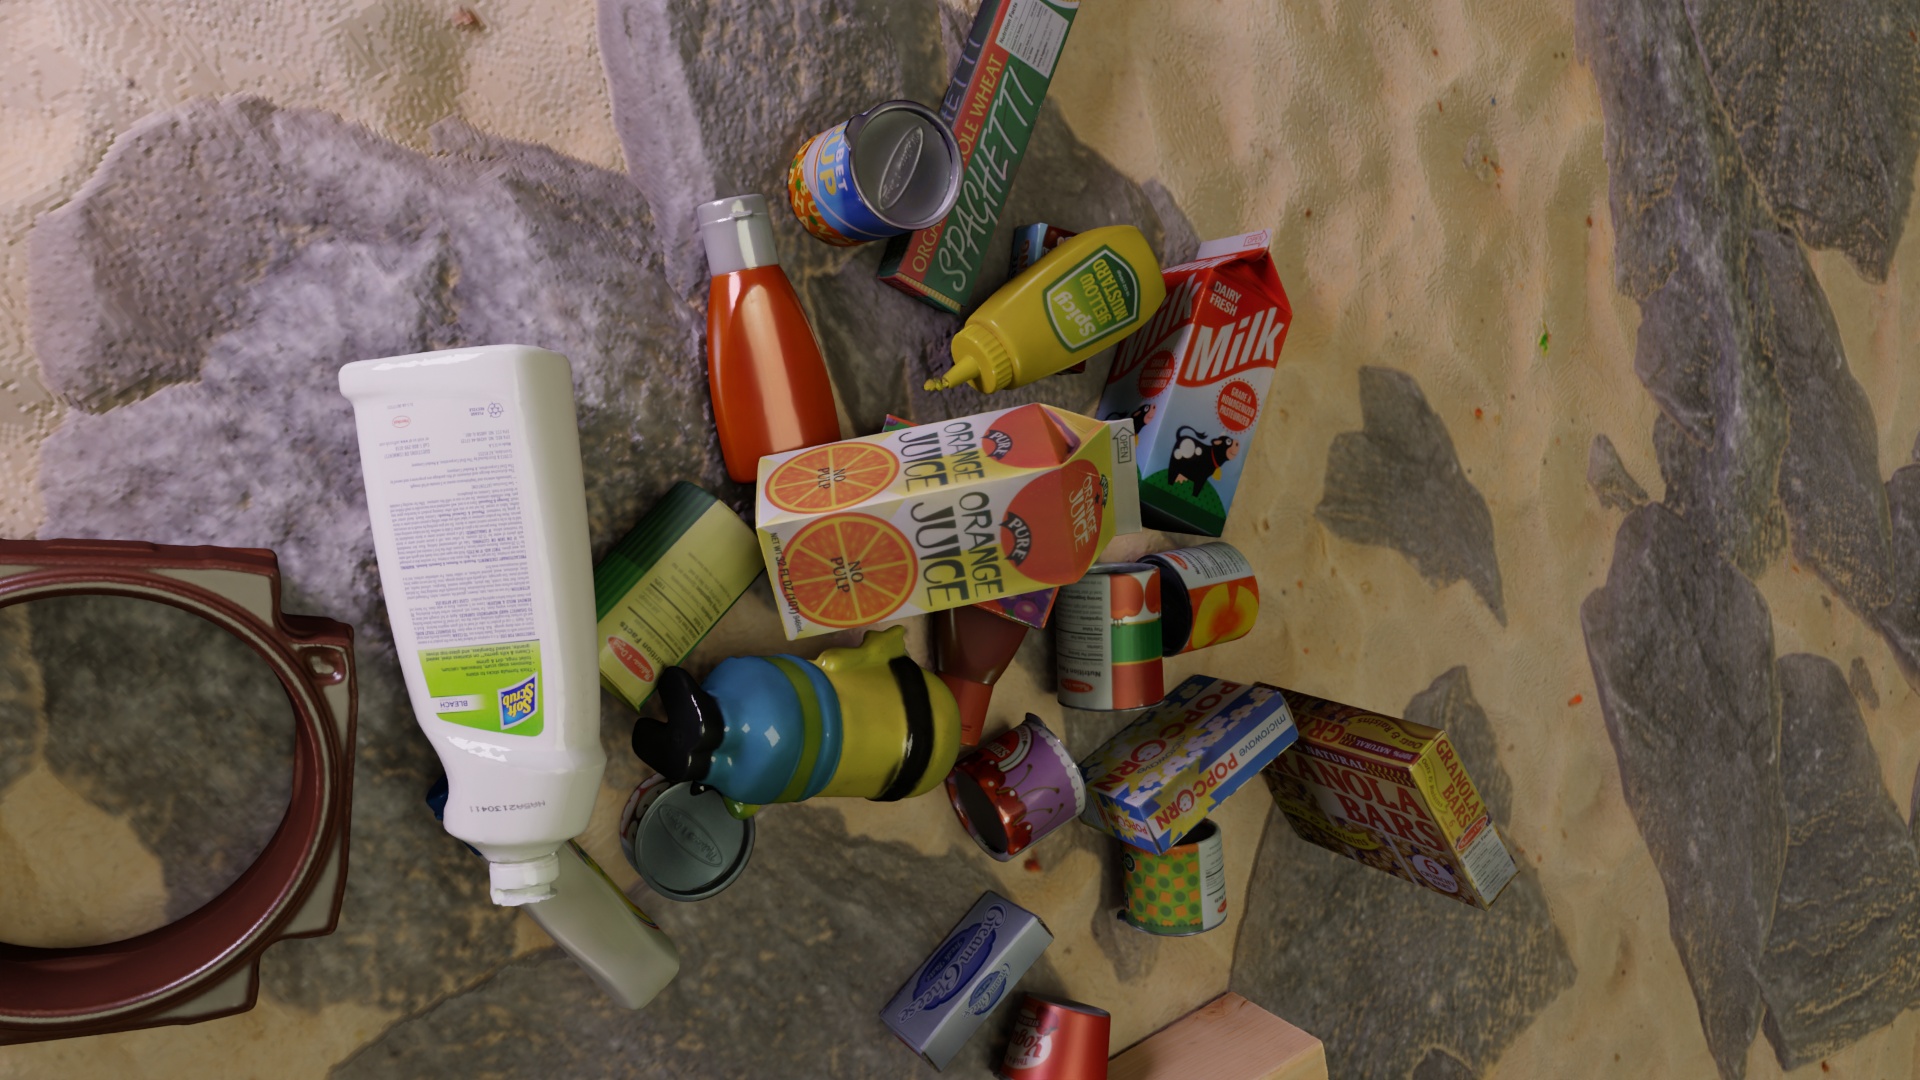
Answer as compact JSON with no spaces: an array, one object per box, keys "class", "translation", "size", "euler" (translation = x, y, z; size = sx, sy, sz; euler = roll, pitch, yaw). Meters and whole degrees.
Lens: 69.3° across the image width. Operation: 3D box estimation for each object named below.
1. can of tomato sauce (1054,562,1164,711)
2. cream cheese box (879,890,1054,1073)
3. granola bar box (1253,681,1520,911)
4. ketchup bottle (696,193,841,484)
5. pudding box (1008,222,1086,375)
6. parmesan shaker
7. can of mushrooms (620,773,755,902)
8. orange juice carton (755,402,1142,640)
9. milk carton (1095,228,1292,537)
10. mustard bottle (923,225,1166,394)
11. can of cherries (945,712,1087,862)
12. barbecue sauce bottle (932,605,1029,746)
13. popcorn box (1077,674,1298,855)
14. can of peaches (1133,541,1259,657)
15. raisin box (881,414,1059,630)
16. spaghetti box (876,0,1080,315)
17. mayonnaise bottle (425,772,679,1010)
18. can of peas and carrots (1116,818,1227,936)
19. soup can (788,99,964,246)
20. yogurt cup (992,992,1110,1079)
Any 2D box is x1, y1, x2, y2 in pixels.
[{"class":"can of tomato sauce","translation":[0.093,0.058,0.858],"size":[0.071,0.071,0.083],"euler":[-5,96,-30]},{"class":"cream cheese box","translation":[0.003,0.260,0.827],"size":[0.104,0.053,0.024],"euler":[-45,116,-20]},{"class":"granola bar box","translation":[0.264,0.163,0.907],"size":[0.039,0.165,0.124],"euler":[-41,113,-20]},{"class":"ketchup bottle","translation":[-0.107,-0.107,0.742],"size":[0.065,0.043,0.148],"euler":[-15,101,-21]},{"class":"pudding box","translation":[0.054,-0.146,0.840],"size":[0.050,0.030,0.083],"euler":[9,89,-29]},{"class":"parmesan shaker","translation":[-0.154,0.029,0.713],"size":[0.103,0.071,0.071],"euler":[-49,115,-19]},{"class":"can of mushrooms","translation":[-0.145,0.155,0.745],"size":[0.071,0.033,0.071],"euler":[-2,95,-29]},{"class":"orange juice carton","translation":[-0.003,-0.014,0.712],"size":[0.193,0.073,0.071],"euler":[-11,122,-1]},{"class":"milk carton","translation":[0.145,-0.104,0.872],"size":[0.073,0.072,0.190],"euler":[23,82,-29]},{"class":"mustard bottle","translation":[0.045,-0.122,0.790],"size":[0.161,0.049,0.065],"euler":[-35,108,-23]},{"class":"can of cherries","translation":[0.032,0.147,0.829],"size":[0.058,0.071,0.071],"euler":[-27,107,-24]},{"class":"barbecue sauce bottle","translation":[0.012,0.045,0.822],"size":[0.065,0.043,0.148],"euler":[17,86,-18]},{"class":"popcorn box","translation":[0.139,0.138,0.878],"size":[0.127,0.085,0.038],"euler":[-34,109,-23]},{"class":"can of peaches","translation":[0.148,0.039,0.889],"size":[0.058,0.071,0.071],"euler":[-11,99,-29]},{"class":"raisin box","translation":[0.003,-0.010,0.782],"size":[0.123,0.040,0.086],"euler":[20,86,0]},{"class":"spaghetti box","translation":[0.018,-0.254,0.812],"size":[0.050,0.028,0.250],"euler":[25,81,-29]},{"class":"mayonnaise bottle","translation":[-0.204,0.170,0.697],"size":[0.041,0.064,0.148],"euler":[-43,109,-19]},{"class":"can of peas and carrots","translation":[0.134,0.214,0.894],"size":[0.071,0.071,0.058],"euler":[-9,98,-29]},{"class":"soup can","translation":[-0.049,-0.196,0.746],"size":[0.071,0.084,0.071],"euler":[-2,95,-30]},{"class":"yogurt cup","translation":[0.061,0.314,0.860],"size":[0.072,0.072,0.054],"euler":[20,76,-30]}]
